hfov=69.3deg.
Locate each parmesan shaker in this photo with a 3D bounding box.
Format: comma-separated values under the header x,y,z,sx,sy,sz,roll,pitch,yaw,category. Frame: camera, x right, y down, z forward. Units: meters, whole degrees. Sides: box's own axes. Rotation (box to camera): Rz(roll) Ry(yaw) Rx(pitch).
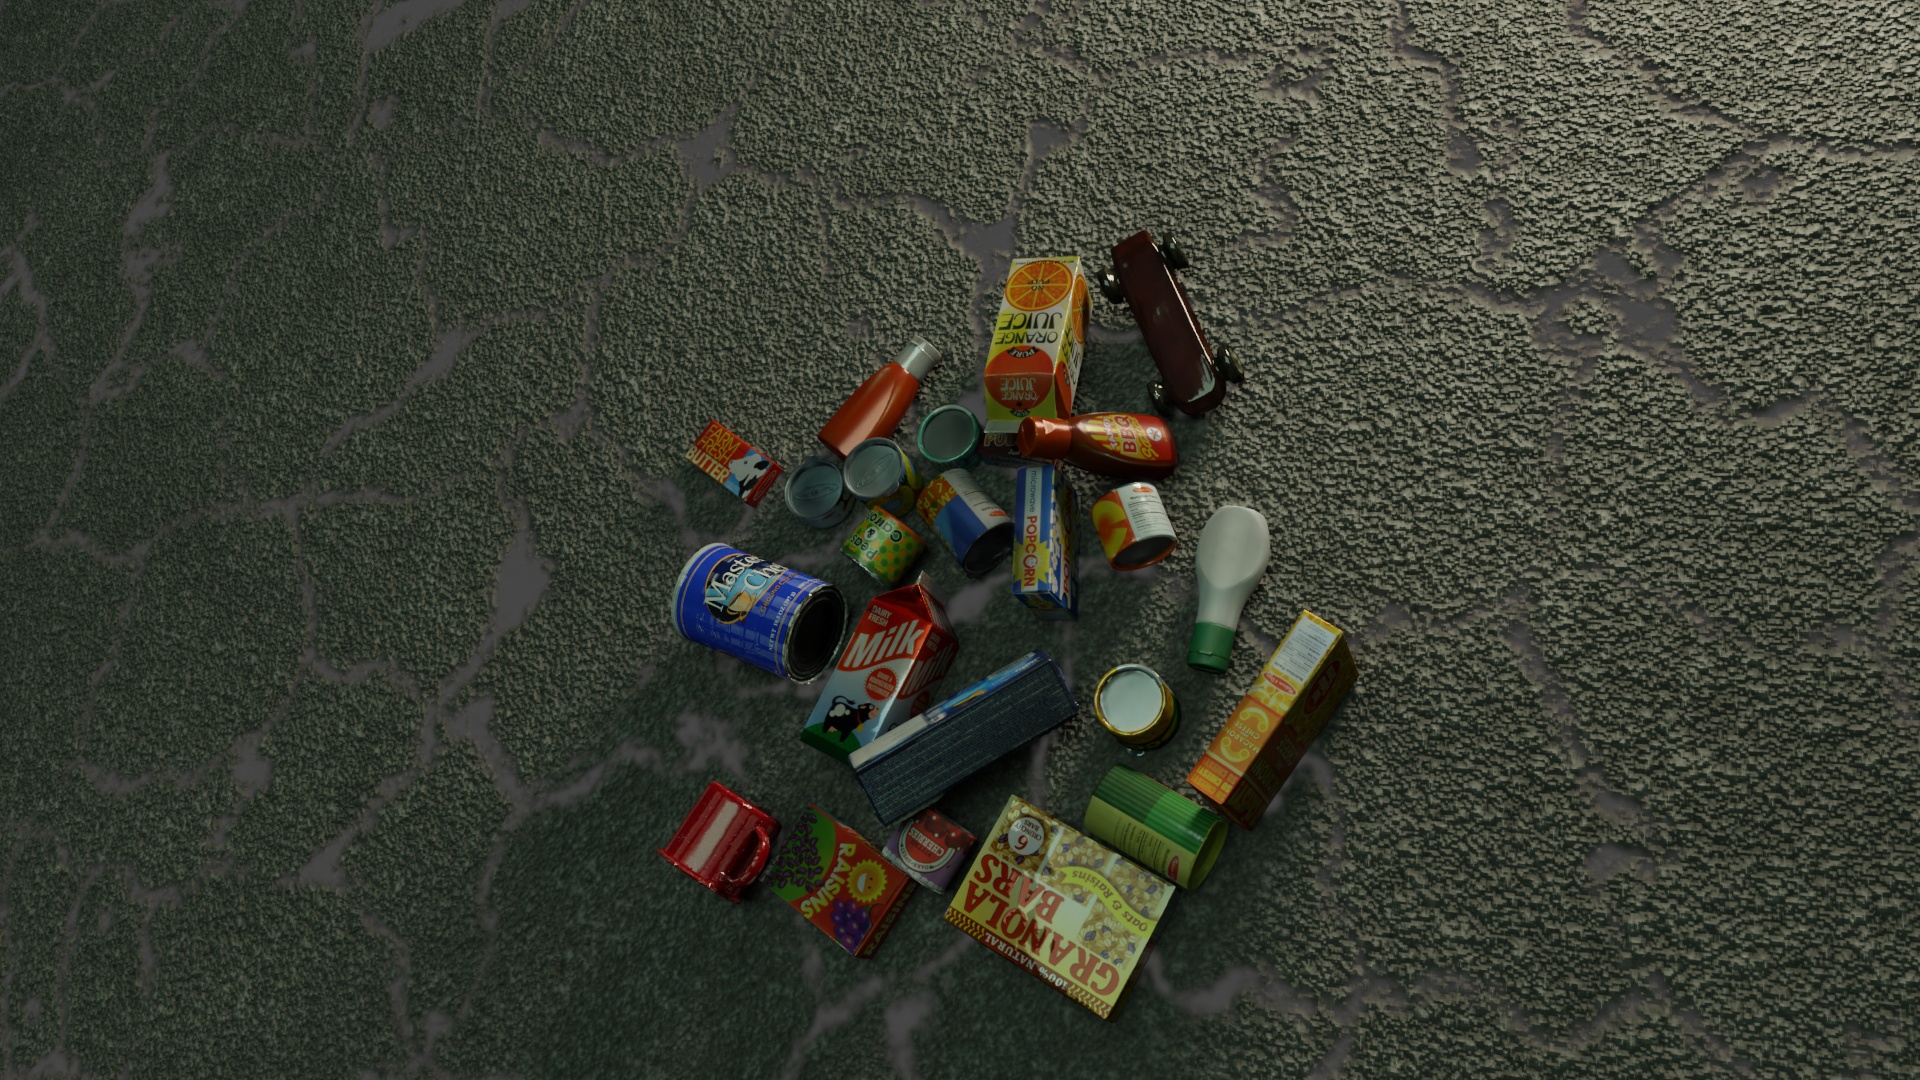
x,y,z,sx,sy,sz,roll,pitch,yaw,category
0.165,0.237,1.167,0.103,0.071,0.071,27,80,28,parmesan shaker

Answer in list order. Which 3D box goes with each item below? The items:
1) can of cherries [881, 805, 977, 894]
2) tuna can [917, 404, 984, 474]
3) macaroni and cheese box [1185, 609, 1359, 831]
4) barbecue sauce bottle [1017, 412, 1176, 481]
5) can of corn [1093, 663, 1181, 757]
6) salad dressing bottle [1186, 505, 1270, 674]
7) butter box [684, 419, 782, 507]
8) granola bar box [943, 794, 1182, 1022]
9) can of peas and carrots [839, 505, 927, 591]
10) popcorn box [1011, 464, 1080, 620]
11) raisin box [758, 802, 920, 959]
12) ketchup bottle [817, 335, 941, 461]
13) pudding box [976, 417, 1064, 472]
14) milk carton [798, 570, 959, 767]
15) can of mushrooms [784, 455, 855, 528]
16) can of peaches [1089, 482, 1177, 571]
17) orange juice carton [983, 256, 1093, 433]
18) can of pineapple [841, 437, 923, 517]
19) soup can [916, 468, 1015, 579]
x,y,z,sx,sy,sz,roll,pitch,yaw,category
-0.027,0.270,1.227,0.071,0.071,0.058,30,82,28,can of cherries
-0.009,-0.099,1.394,0.071,0.032,0.071,-8,66,18,tuna can
0.259,0.151,1.135,0.040,0.123,0.166,33,84,30,macaroni and cheese box
0.125,-0.090,1.282,0.149,0.043,0.065,3,57,-26,barbecue sauce bottle
0.154,0.149,1.214,0.071,0.058,0.071,-8,66,18,can of corn
0.234,0.044,1.236,0.064,0.044,0.148,10,74,22,salad dressing bottle
-0.243,-0.083,1.483,0.104,0.024,0.053,34,85,29,butter box
0.087,0.311,1.184,0.166,0.039,0.124,25,79,28,granola bar box
-0.076,0.006,1.355,0.071,0.071,0.059,35,84,29,can of peas and carrots
0.081,0.003,1.287,0.038,0.085,0.127,-5,68,21,popcorn box
-0.110,0.308,1.261,0.123,0.040,0.086,30,81,28,raisin box
-0.080,-0.145,1.434,0.065,0.043,0.149,35,84,39,ketchup bottle
0.064,-0.096,1.367,0.084,0.030,0.050,11,72,25,pudding box
-0.066,0.123,1.302,0.073,0.072,0.191,22,78,28,milk carton
-0.143,-0.050,1.426,0.071,0.033,0.071,-8,67,19,can of mushrooms
0.158,-0.011,1.276,0.071,0.071,0.058,-24,63,11,can of peaches
0.074,-0.181,1.351,0.072,0.072,0.193,2,57,20,orange juice carton
-0.077,-0.060,1.390,0.071,0.057,0.071,-8,67,19,can of pineapple
0.005,-0.017,1.337,0.071,0.071,0.084,-42,60,1,soup can
